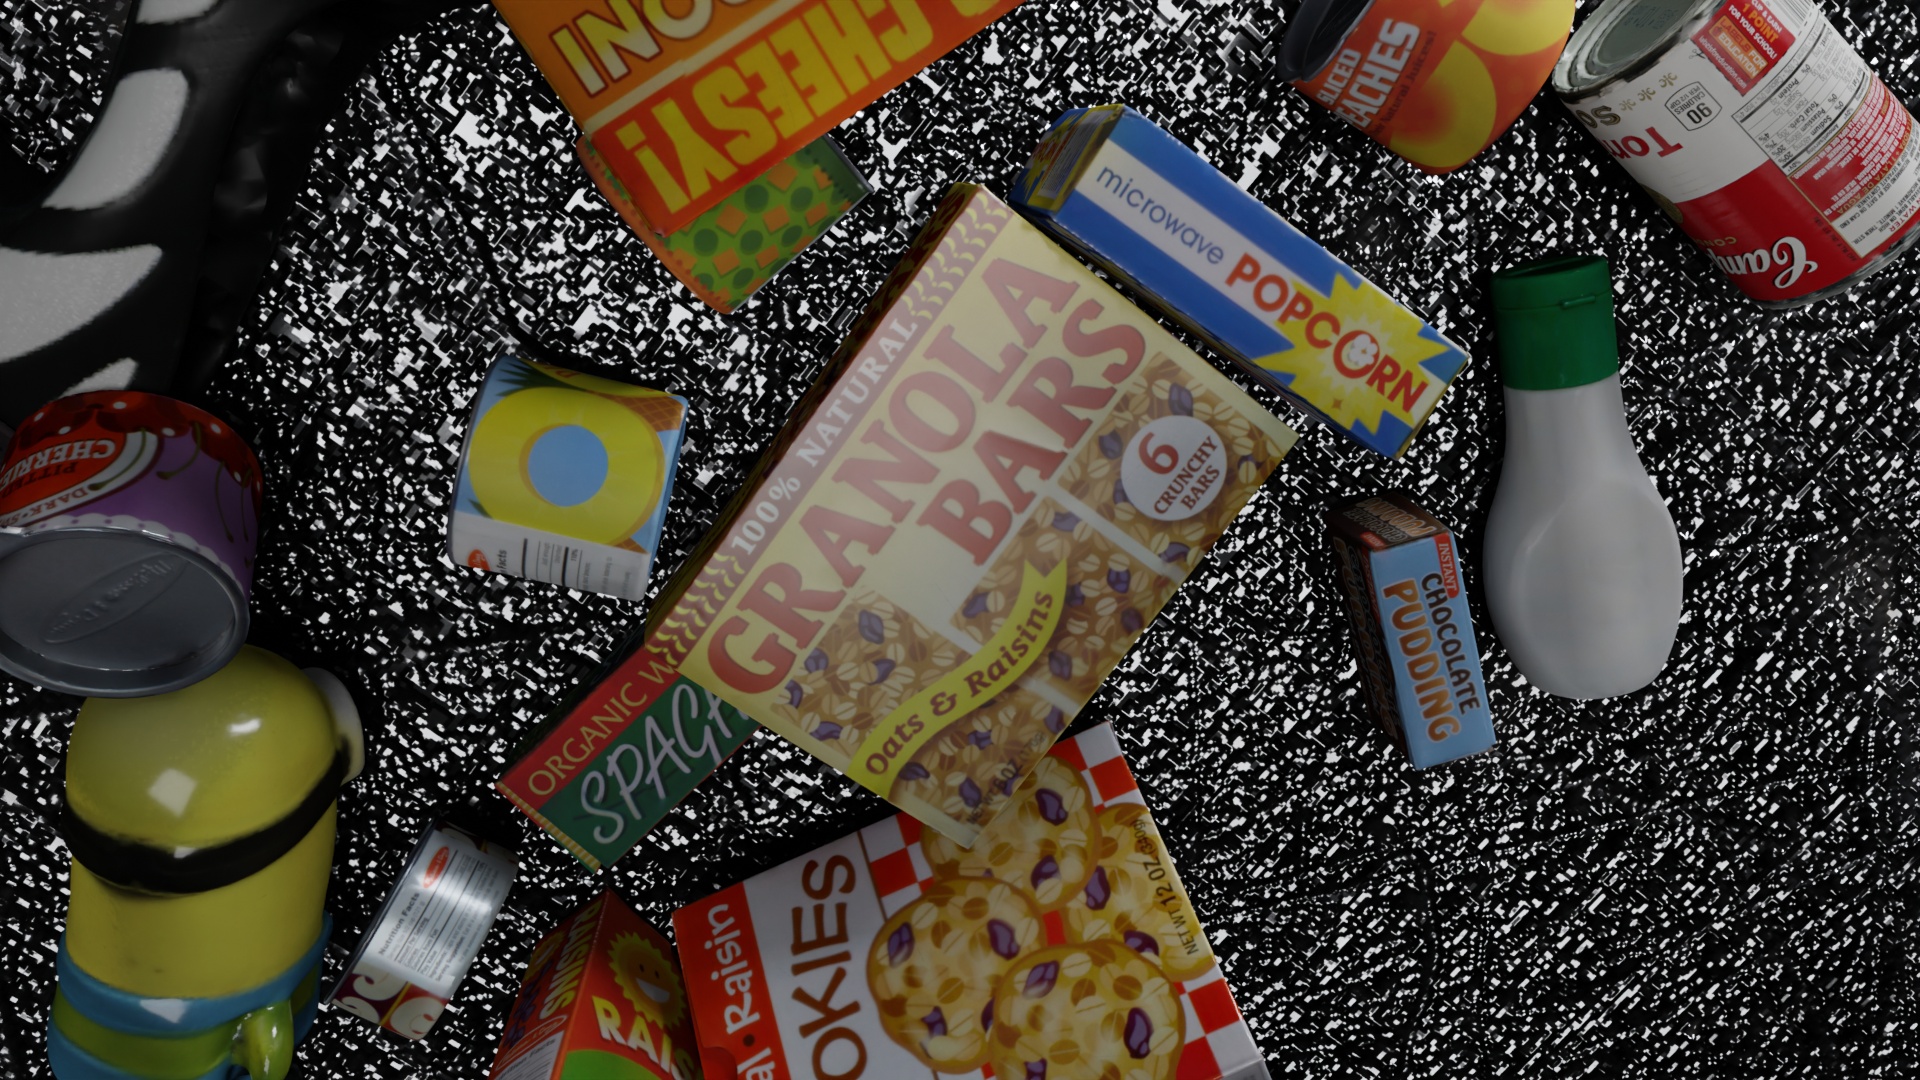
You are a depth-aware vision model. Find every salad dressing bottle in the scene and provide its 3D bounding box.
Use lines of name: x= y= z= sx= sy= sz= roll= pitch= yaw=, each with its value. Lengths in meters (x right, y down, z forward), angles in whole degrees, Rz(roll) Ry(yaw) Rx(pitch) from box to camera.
salad dressing bottle: x=0.208 y=-0.021 z=0.474 sx=0.064 sy=0.044 sz=0.147 roll=-13 pitch=106 yaw=-1

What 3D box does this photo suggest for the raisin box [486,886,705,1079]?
raisin box: x=-0.109 y=0.183 z=0.453 sx=0.040 sy=0.124 sz=0.086 roll=-38 pitch=106 yaw=7

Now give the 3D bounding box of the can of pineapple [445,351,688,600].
can of pineapple: x=-0.118 y=-0.021 z=0.425 sx=0.058 sy=0.071 sz=0.070 roll=13 pitch=104 yaw=-10

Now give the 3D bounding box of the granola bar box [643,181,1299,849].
granola bar box: x=0.002 y=-0.005 z=0.425 sx=0.124 sy=0.039 sz=0.165 roll=35 pitch=99 yaw=-16

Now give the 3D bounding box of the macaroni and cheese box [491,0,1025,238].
macaroni and cheese box: x=-0.069 y=-0.176 z=0.327 sx=0.124 sy=0.040 sz=0.166 roll=-35 pitch=109 yaw=-4

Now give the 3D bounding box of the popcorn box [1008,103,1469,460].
popcorn box: x=0.079 y=-0.080 z=0.419 sx=0.126 sy=0.085 sz=0.038 roll=32 pitch=100 yaw=-14

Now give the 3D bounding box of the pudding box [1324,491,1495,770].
pudding box: x=0.154 y=0.031 z=0.478 sx=0.030 sy=0.050 sz=0.083 roll=-17 pitch=107 yaw=0

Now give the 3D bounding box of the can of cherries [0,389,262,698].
can of cherries: x=-0.233 y=-0.001 z=0.384 sx=0.071 sy=0.058 sz=0.071 roll=-11 pitch=137 yaw=-10

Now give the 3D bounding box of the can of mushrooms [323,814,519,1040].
can of mushrooms: x=-0.178 y=0.128 z=0.461 sx=0.033 sy=0.071 sz=0.071 roll=31 pitch=101 yaw=-15

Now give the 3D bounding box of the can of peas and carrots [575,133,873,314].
can of peas and carrots: x=-0.070 y=-0.110 z=0.403 sx=0.058 sy=0.071 sz=0.071 roll=-40 pitch=106 yaw=6

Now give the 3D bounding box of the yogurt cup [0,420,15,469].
yogurt cup: x=-0.308 y=-0.011 z=0.408 sx=0.054 sy=0.072 sz=0.072 roll=-45 pitch=106 yaw=-1

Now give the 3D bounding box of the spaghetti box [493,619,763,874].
spaghetti box: x=-0.050 y=0.009 z=0.460 sx=0.250 sy=0.029 sz=0.050 roll=-43 pitch=106 yaw=6

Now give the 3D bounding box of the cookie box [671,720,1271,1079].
cookie box: x=-0.002 y=0.149 z=0.457 sx=0.167 sy=0.123 sz=0.040 roll=-23 pitch=144 yaw=1

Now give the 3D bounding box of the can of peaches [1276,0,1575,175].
can of peaches: x=0.137 y=-0.150 z=0.415 sx=0.058 sy=0.071 sz=0.071 roll=28 pitch=101 yaw=-14
